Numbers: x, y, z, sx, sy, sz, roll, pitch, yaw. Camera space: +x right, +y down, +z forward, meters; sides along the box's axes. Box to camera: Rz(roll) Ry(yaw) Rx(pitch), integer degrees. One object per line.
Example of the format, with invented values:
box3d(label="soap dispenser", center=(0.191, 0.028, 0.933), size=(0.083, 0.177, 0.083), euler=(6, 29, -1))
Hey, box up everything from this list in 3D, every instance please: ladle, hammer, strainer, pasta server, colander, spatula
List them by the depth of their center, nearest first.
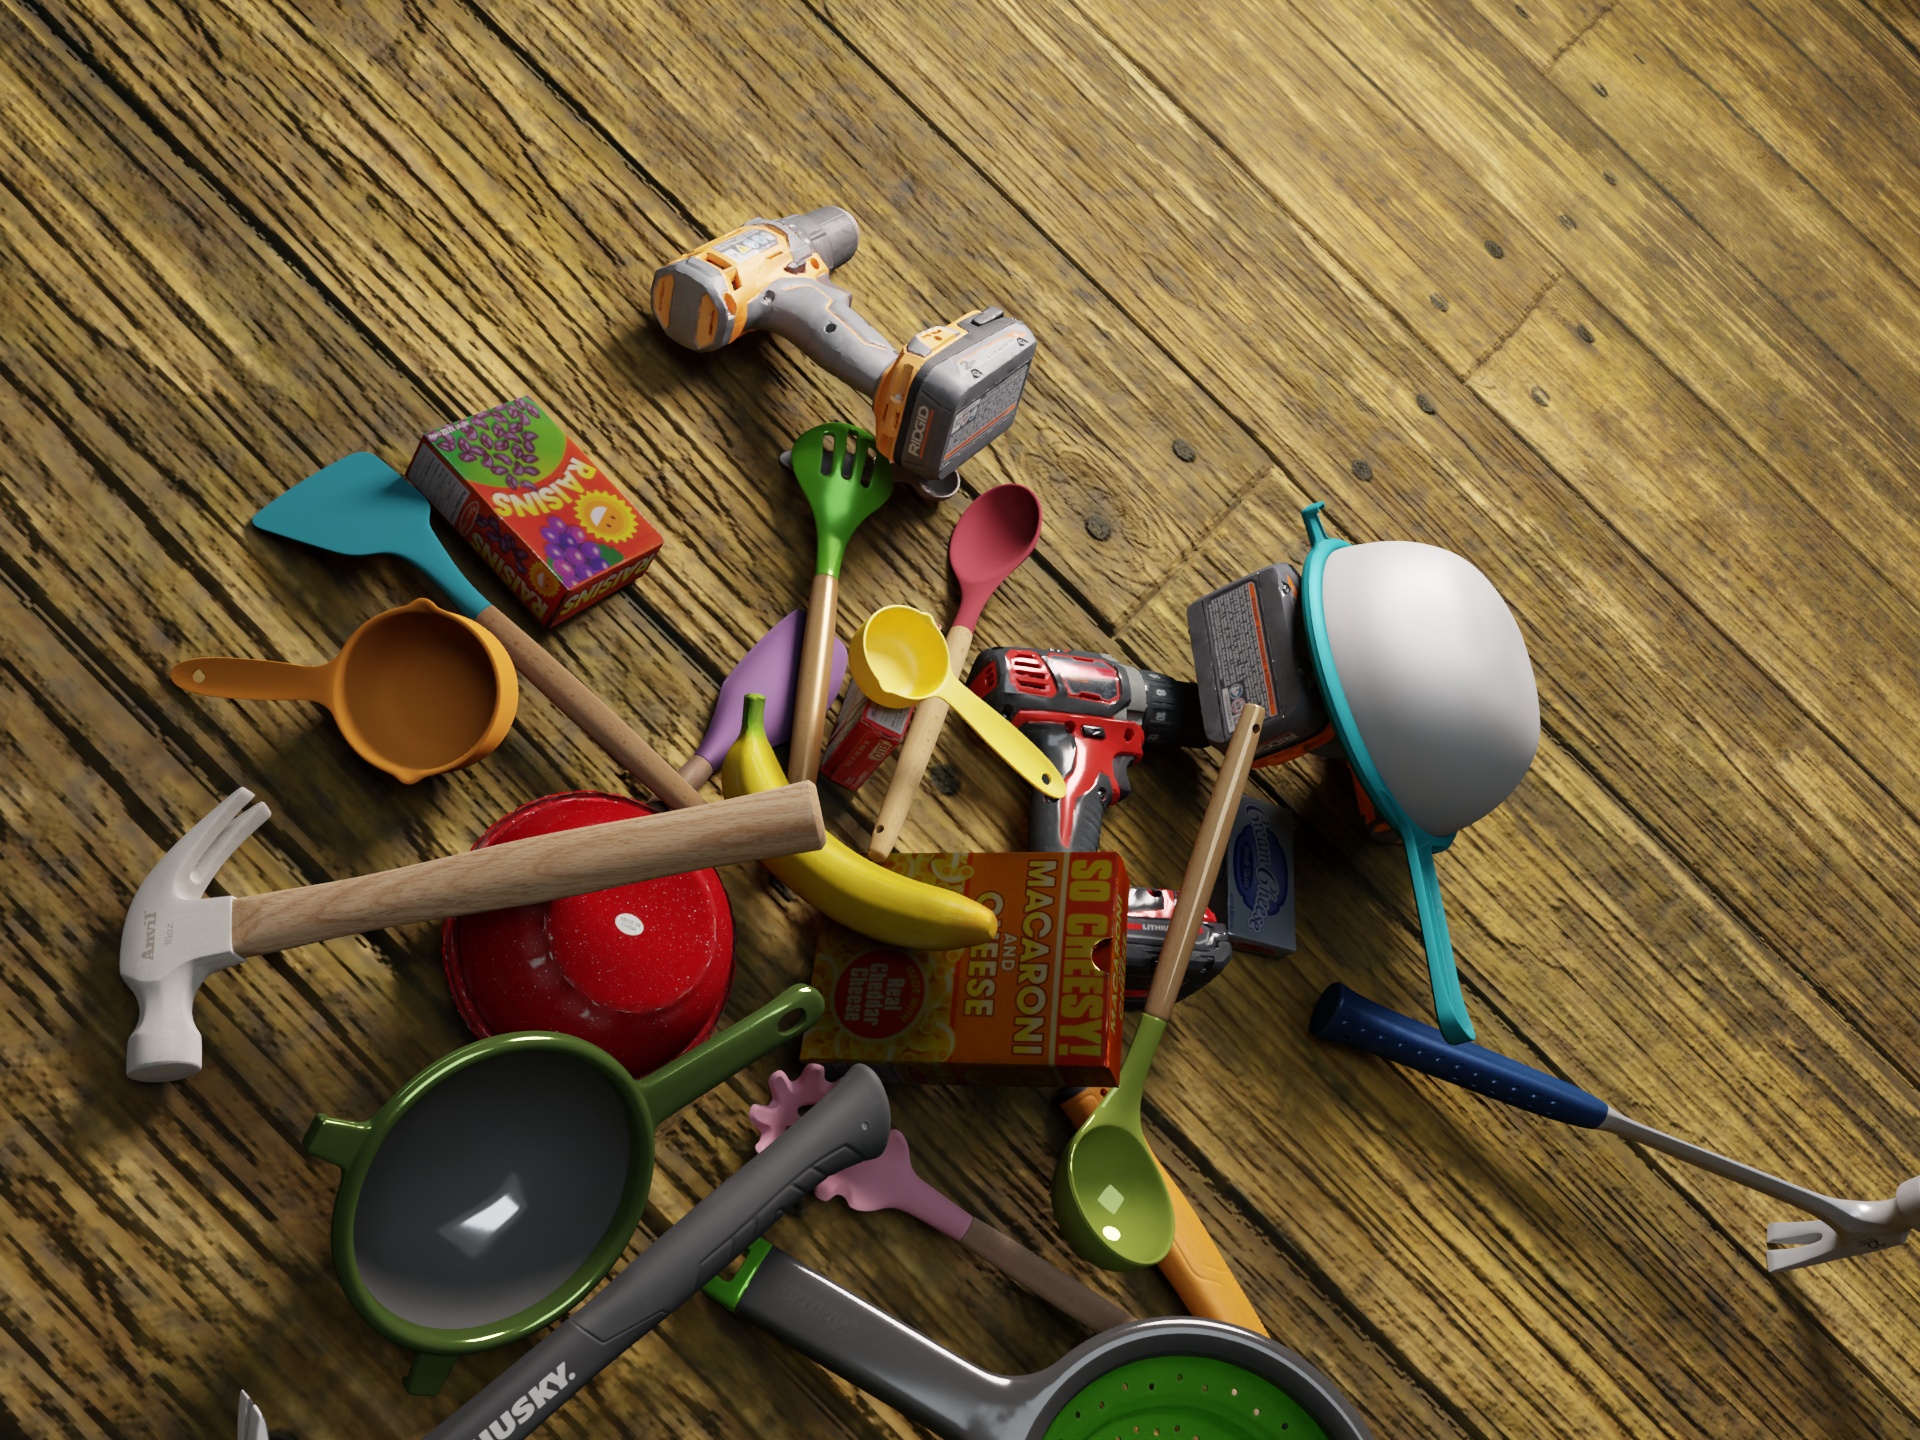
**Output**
box3d(label="hammer", center=(-0.159, 0.268, 0.722), size=(0.335, 0.035, 0.146), euler=(-36, 108, -32))
box3d(label="hammer", center=(-0.230, 0.075, 0.762), size=(0.331, 0.031, 0.130), euler=(-11, 64, -4))
box3d(label="strainer", center=(-0.183, 0.186, 0.763), size=(0.256, 0.069, 0.151), euler=(-27, 117, -33))
box3d(label="colander", center=(0.036, 0.371, 0.790), size=(0.397, 0.094, 0.205), euler=(27, 55, 11))
box3d(label="pasta server", center=(0.027, 0.282, 0.833), size=(0.316, 0.040, 0.060), euler=(33, 70, 1))
box3d(label="ladle", center=(0.123, 0.140, 0.872), size=(0.078, 0.062, 0.320), euler=(27, 76, -31))
box3d(label="hammer", center=(0.150, 0.348, 0.880), size=(0.127, 0.034, 0.337), euler=(-25, 77, -35))
box3d(label="spatula", center=(-0.248, -0.037, 0.885), size=(0.317, 0.044, 0.082), euler=(43, 52, -1))
box3d(label="spatula", center=(-0.160, 0.043, 0.900), size=(0.060, 0.018, 0.316), euler=(43, 53, -4))
box3d(label="strainer", center=(0.302, 0.024, 0.956), size=(0.210, 0.095, 0.341), euler=(35, 43, -42))
box3d(label="ladle", center=(-0.006, -0.037, 0.981), size=(0.031, 0.069, 0.316), euler=(58, 37, -35))
box3d(label="hammer", center=(0.415, 0.261, 1.022), size=(0.405, 0.144, 0.035), euler=(22, 54, -4))

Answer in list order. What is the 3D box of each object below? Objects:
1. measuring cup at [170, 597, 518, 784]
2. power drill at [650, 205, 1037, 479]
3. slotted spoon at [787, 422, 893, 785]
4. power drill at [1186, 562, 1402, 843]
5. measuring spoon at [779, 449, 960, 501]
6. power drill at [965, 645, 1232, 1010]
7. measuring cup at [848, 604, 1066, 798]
box3d(label="measuring cup", center=(-0.319, -0.018, 0.837), size=(0.173, 0.052, 0.095), euler=(4, 89, 3))
box3d(label="power drill", center=(-0.063, -0.265, 1.055), size=(0.226, 0.084, 0.185), euler=(31, 43, 14))
box3d(label="slotted spoon", center=(-0.083, -0.064, 0.976), size=(0.070, 0.031, 0.314), euler=(13, 60, -16))
box3d(label="power drill", center=(0.246, -0.021, 1.064), size=(0.226, 0.084, 0.164), euler=(24, 51, -43))
box3d(label="measuring spoon", center=(-0.061, -0.165, 1.066), size=(0.124, 0.018, 0.034), euler=(5, 61, -16))
box3d(label="power drill", center=(0.104, 0.060, 0.989), size=(0.187, 0.080, 0.227), euler=(6, 59, -24))
box3d(label="measuring cup", center=(-0.001, -0.003, 0.914), size=(0.156, 0.029, 0.062), euler=(42, 53, -17))
